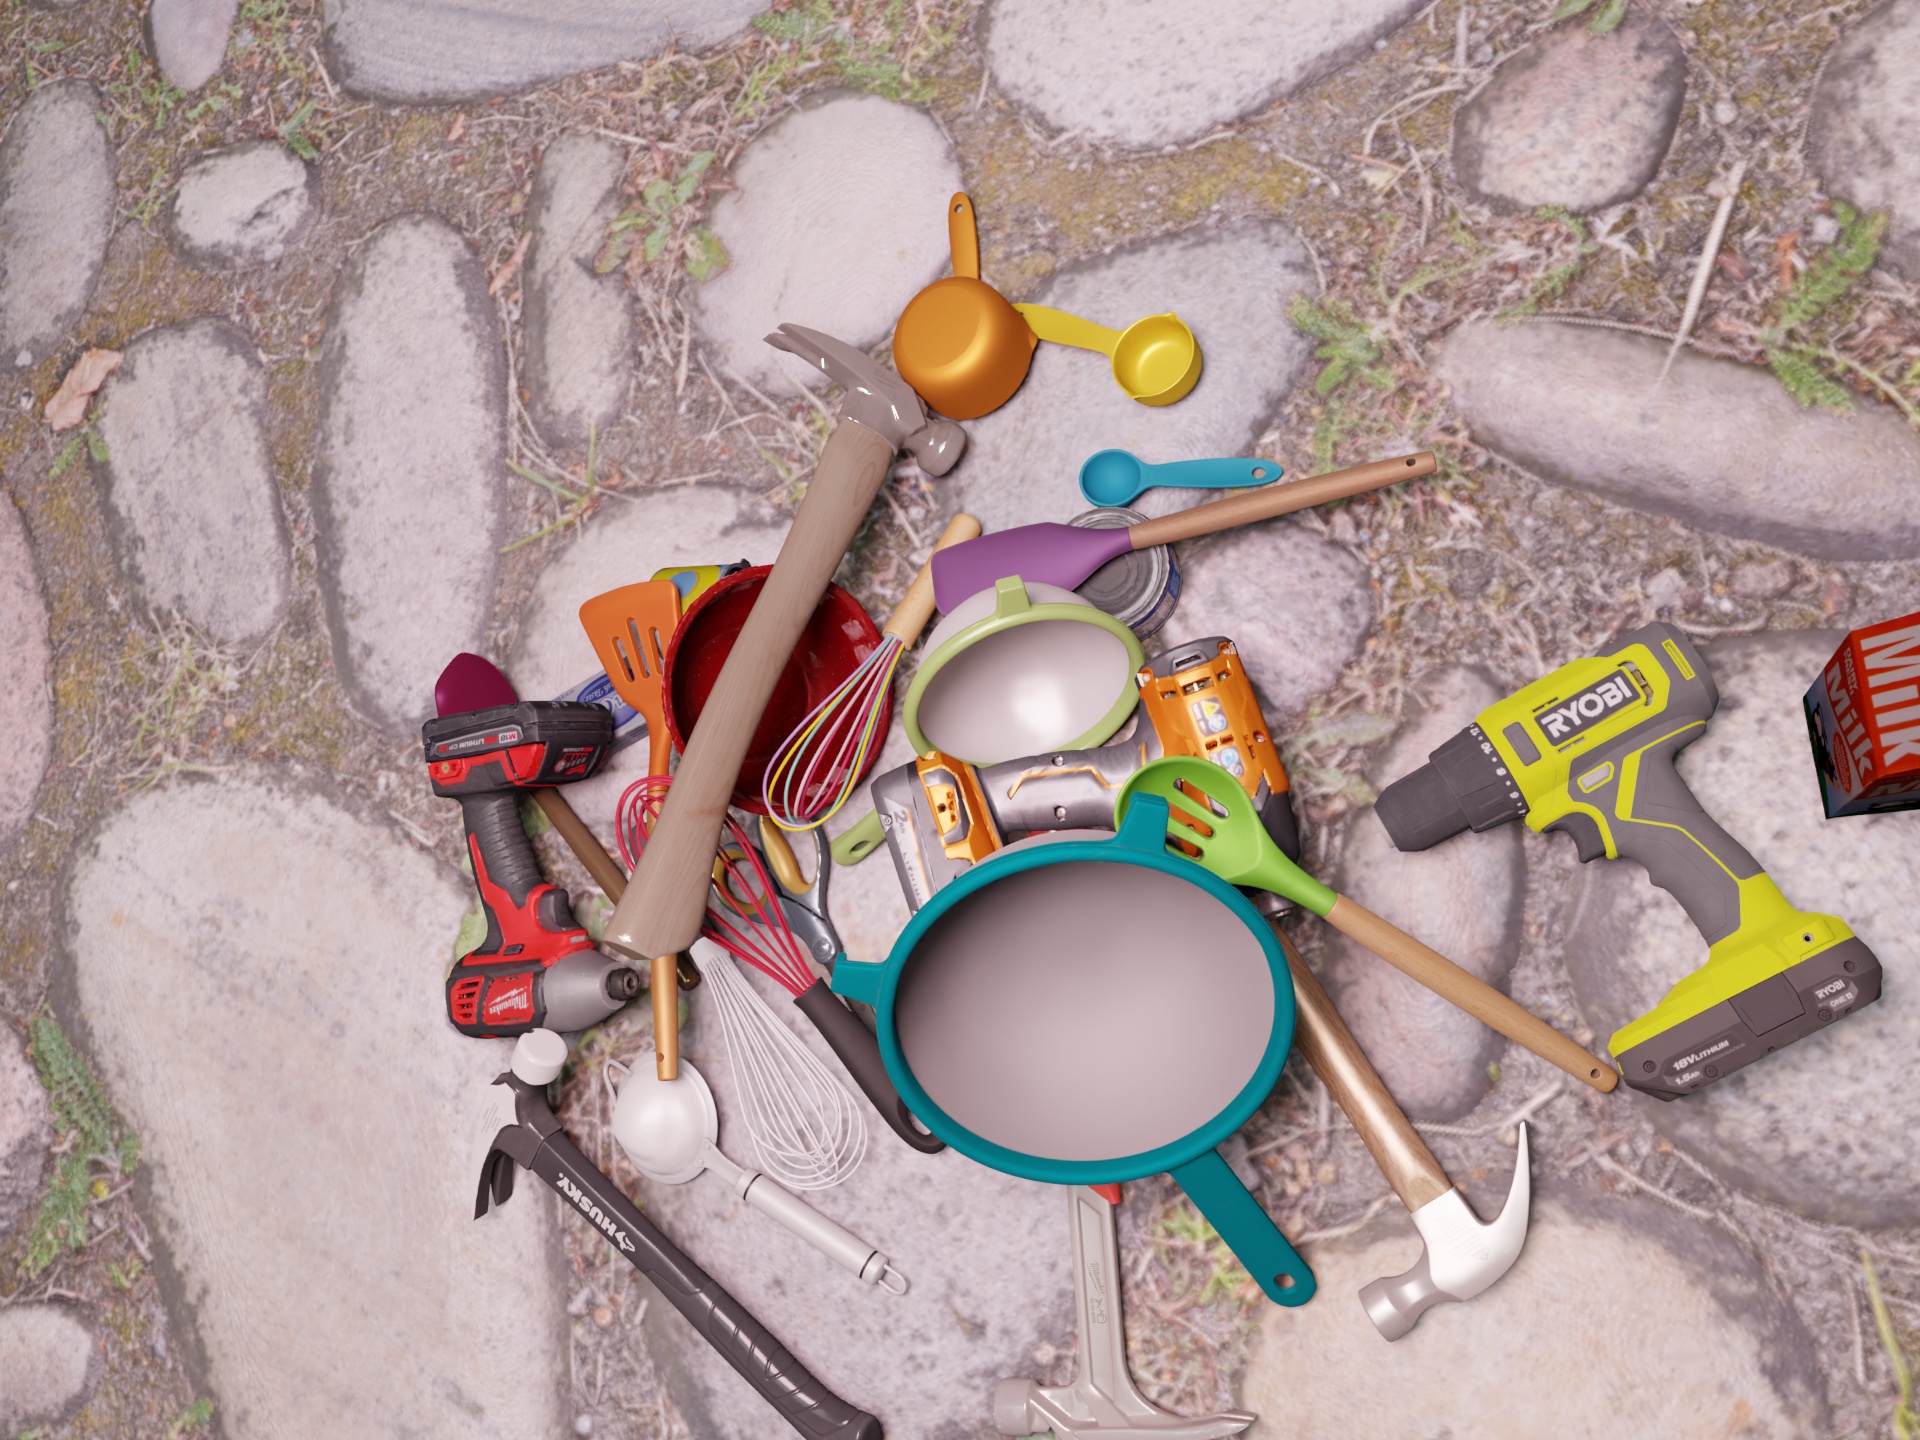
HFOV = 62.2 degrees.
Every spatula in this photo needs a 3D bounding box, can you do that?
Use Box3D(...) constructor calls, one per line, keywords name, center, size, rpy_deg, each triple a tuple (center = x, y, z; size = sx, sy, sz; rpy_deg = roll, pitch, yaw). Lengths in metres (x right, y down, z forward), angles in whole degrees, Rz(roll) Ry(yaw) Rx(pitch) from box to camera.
Box3D(name="spatula", center=(-0.202, 0.070, 1.035), size=(0.081, 0.041, 0.323), rpy_deg=(-12, 74, 24))
Box3D(name="spatula", center=(0.130, -0.116, 0.971), size=(0.316, 0.018, 0.060), rpy_deg=(-13, 76, 18))

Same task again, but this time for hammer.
Box3D(name="hammer", center=(-0.126, -0.051, 0.971), size=(0.038, 0.146, 0.411), rpy_deg=(-18, 46, 58))
Box3D(name="hammer", center=(0.203, 0.171, 0.912), size=(0.130, 0.031, 0.331), rpy_deg=(-36, 69, 10))
Box3D(name="hammer", center=(0.082, 0.234, 0.940), size=(0.149, 0.036, 0.359), rpy_deg=(-8, 76, 18))
Box3D(name="hammer", center=(-0.181, 0.350, 0.994), size=(0.335, 0.035, 0.146), rpy_deg=(38, 118, 16))

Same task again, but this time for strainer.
Box3D(name="strainer", center=(-0.002, -0.003, 0.994), size=(0.256, 0.151, 0.069), rpy_deg=(-42, 45, 28))
Box3D(name="strainer", center=(-0.141, 0.289, 1.008), size=(0.258, 0.050, 0.087), rpy_deg=(27, 104, 20))
Box3D(name="strainer", center=(0.098, 0.181, 0.860), size=(0.211, 0.095, 0.340), rpy_deg=(-30, 113, 15))

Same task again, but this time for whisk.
Box3D(name="whisk", center=(-0.146, 0.176, 1.029), size=(0.070, 0.070, 0.285), rpy_deg=(-39, 63, 8))
Box3D(name="whisk", center=(-0.048, -0.032, 1.017), size=(0.047, 0.051, 0.245), rpy_deg=(3, 57, 53))
Box3D(name="whisk", center=(-0.108, 0.152, 0.982), size=(0.073, 0.073, 0.296), rpy_deg=(-41, 89, 7))

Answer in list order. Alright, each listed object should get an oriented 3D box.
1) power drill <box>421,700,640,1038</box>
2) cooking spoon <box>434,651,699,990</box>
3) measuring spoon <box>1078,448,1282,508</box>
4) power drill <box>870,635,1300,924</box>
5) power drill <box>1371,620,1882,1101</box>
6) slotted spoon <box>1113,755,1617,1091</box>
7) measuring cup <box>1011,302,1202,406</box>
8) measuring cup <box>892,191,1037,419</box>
Box3D(name="power drill", center=(-0.284, 0.101, 1.066), size=(0.143, 0.078, 0.220), rpy_deg=(-9, 85, 27))
Box3D(name="cooking spoon", center=(-0.279, 0.069, 1.116), size=(0.068, 0.017, 0.319), rpy_deg=(-49, 67, 14))
Box3D(name="measuring spoon", center=(0.141, -0.153, 1.018), size=(0.128, 0.021, 0.042), rpy_deg=(0, 68, 11))
Box3D(name="power drill", center=(0.079, 0.064, 0.918), size=(0.226, 0.084, 0.164), rpy_deg=(-21, 75, 6))
Box3D(name="power drill", center=(0.352, 0.083, 0.855), size=(0.190, 0.080, 0.229), rpy_deg=(-31, 67, 11))
Box3D(name="slotted spoon", center=(0.220, 0.115, 0.860), size=(0.314, 0.031, 0.070), rpy_deg=(32, 95, -1))
Box3D(name="measuring cup", center=(0.092, -0.248, 1.054), size=(0.157, 0.029, 0.062), rpy_deg=(27, 90, 35))
Box3D(name="measuring cup", center=(-0.005, -0.292, 1.073), size=(0.095, 0.052, 0.174), rpy_deg=(-12, 73, 26))
